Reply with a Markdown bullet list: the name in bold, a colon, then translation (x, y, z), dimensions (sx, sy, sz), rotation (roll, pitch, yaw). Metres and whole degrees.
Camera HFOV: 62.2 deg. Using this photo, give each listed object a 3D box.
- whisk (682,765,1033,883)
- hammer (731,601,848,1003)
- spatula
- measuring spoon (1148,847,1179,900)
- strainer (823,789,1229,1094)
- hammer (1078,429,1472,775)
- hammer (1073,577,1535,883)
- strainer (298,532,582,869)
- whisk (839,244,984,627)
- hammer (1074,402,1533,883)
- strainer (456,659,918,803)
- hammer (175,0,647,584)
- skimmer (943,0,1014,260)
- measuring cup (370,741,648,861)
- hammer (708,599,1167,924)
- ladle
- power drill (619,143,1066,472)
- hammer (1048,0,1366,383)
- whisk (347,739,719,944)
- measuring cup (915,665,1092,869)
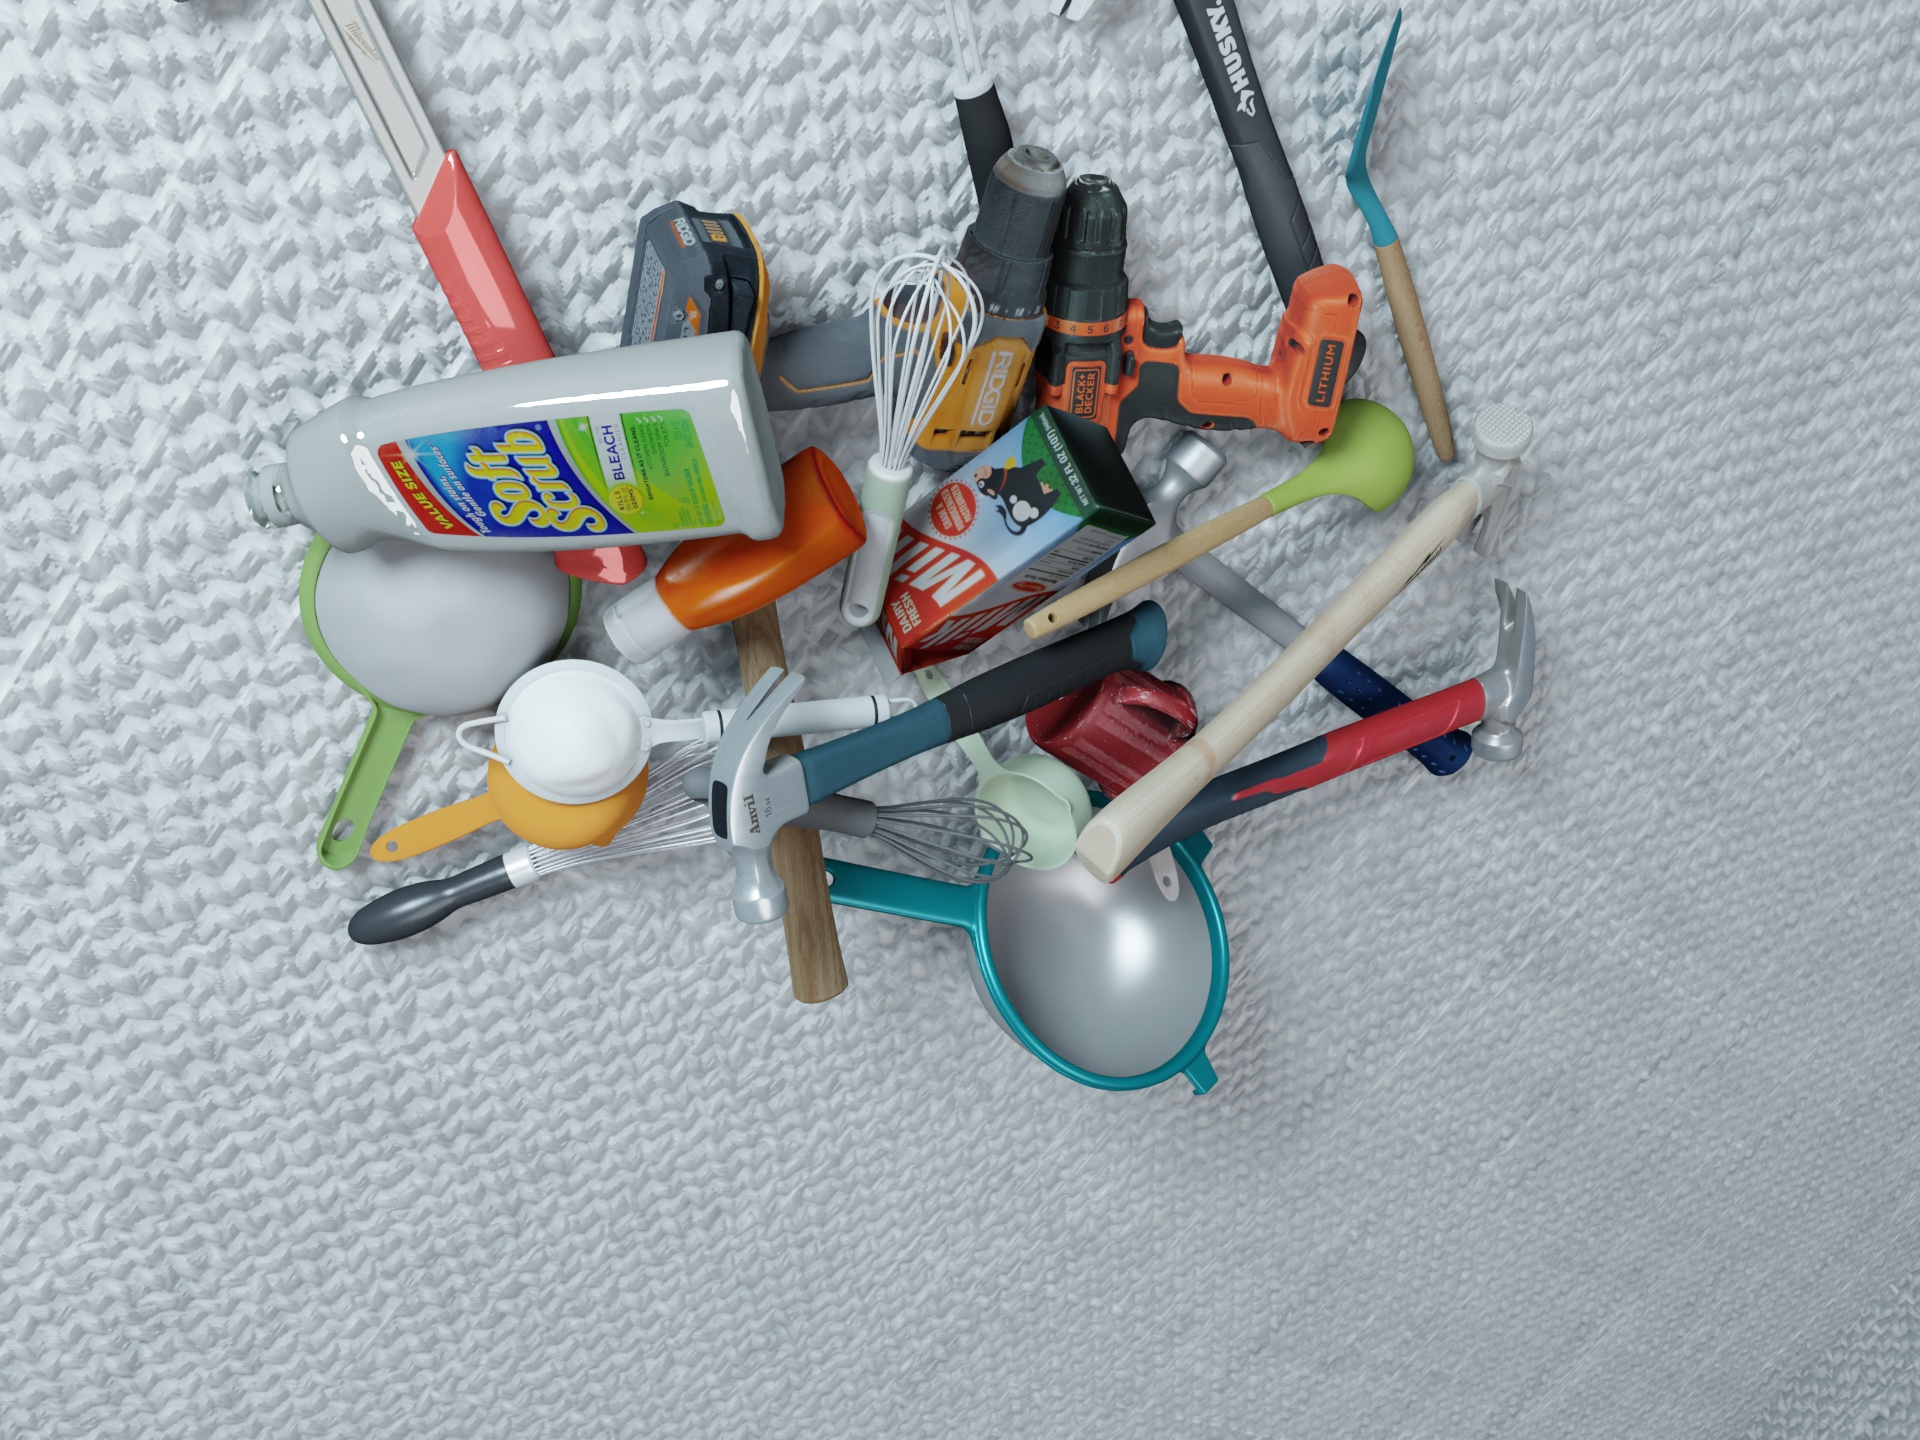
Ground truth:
- **whisk**: translation (-0.055, 0.059, 0.942), dimensions (0.238, 0.055, 0.055), rotation (15, 113, -33)
- **hammer**: translation (-0.107, 0.012, 0.948), dimensions (0.130, 0.031, 0.331), rotation (-16, 107, -24)
- **spatula**: translation (0.285, -0.283, 1.006), dimensions (0.317, 0.044, 0.082), rotation (57, 45, -42)
- **measuring spoon**: translation (0.128, 0.070, 1.134), dimensions (0.034, 0.018, 0.124), rotation (-16, 86, -34)
- **strainer**: translation (0.025, 0.147, 1.103), dimensions (0.340, 0.211, 0.095), rotation (14, 154, -24)
- **hammer**: translation (0.245, -0.049, 1.144), dimensions (0.405, 0.035, 0.144), rotation (30, 104, -37)
- **hammer**: translation (0.250, 0.017, 1.132), dimensions (0.386, 0.038, 0.143), rotation (-19, 122, -20)
- **strainer**: translation (-0.301, -0.012, 0.878), dimensions (0.151, 0.069, 0.256), rotation (18, 110, -34)
- **whisk**: translation (-0.036, -0.141, 0.846), dimensions (0.058, 0.059, 0.246), rotation (17, 135, 0)
- **hammer**: translation (0.229, -0.038, 1.049), dimensions (0.410, 0.038, 0.146), rotation (-42, 155, -15)
- **strainer**: translation (-0.147, 0.004, 0.890), dimensions (0.258, 0.050, 0.086), rotation (-6, 114, -18)
- **hammer**: translation (-0.231, -0.227, 0.776), dimensions (0.149, 0.037, 0.358), rotation (-26, 122, -8)
- **skimmer**: translation (-0.021, -0.387, 0.802), dimensions (0.127, 0.090, 0.362), rotation (-34, 140, -14)
- **measuring cup**: translation (-0.268, 0.048, 0.923), dimensions (0.173, 0.052, 0.095), rotation (-22, 92, -2)
- **hammer**: translation (-0.001, -0.003, 0.927), dimensions (0.331, 0.033, 0.128), rotation (-23, 115, -34)
- **ladle**: translation (0.165, -0.121, 0.997), dimensions (0.320, 0.062, 0.078), rotation (-28, 94, -23)
- **power drill**: translation (-0.055, -0.221, 0.843), dimensions (0.226, 0.084, 0.185), rotation (-4, 135, -27)
- **hammer**: translation (0.170, -0.327, 0.930), dimensions (0.146, 0.035, 0.334), rotation (-35, 129, -3)
- **whisk**: translation (-0.239, 0.078, 0.978), dimensions (0.284, 0.070, 0.070), rotation (-22, 127, -5)
- **measuring cup**: translation (0.026, 0.021, 1.045), dimensions (0.167, 0.083, 0.038), rotation (56, 44, -7)
